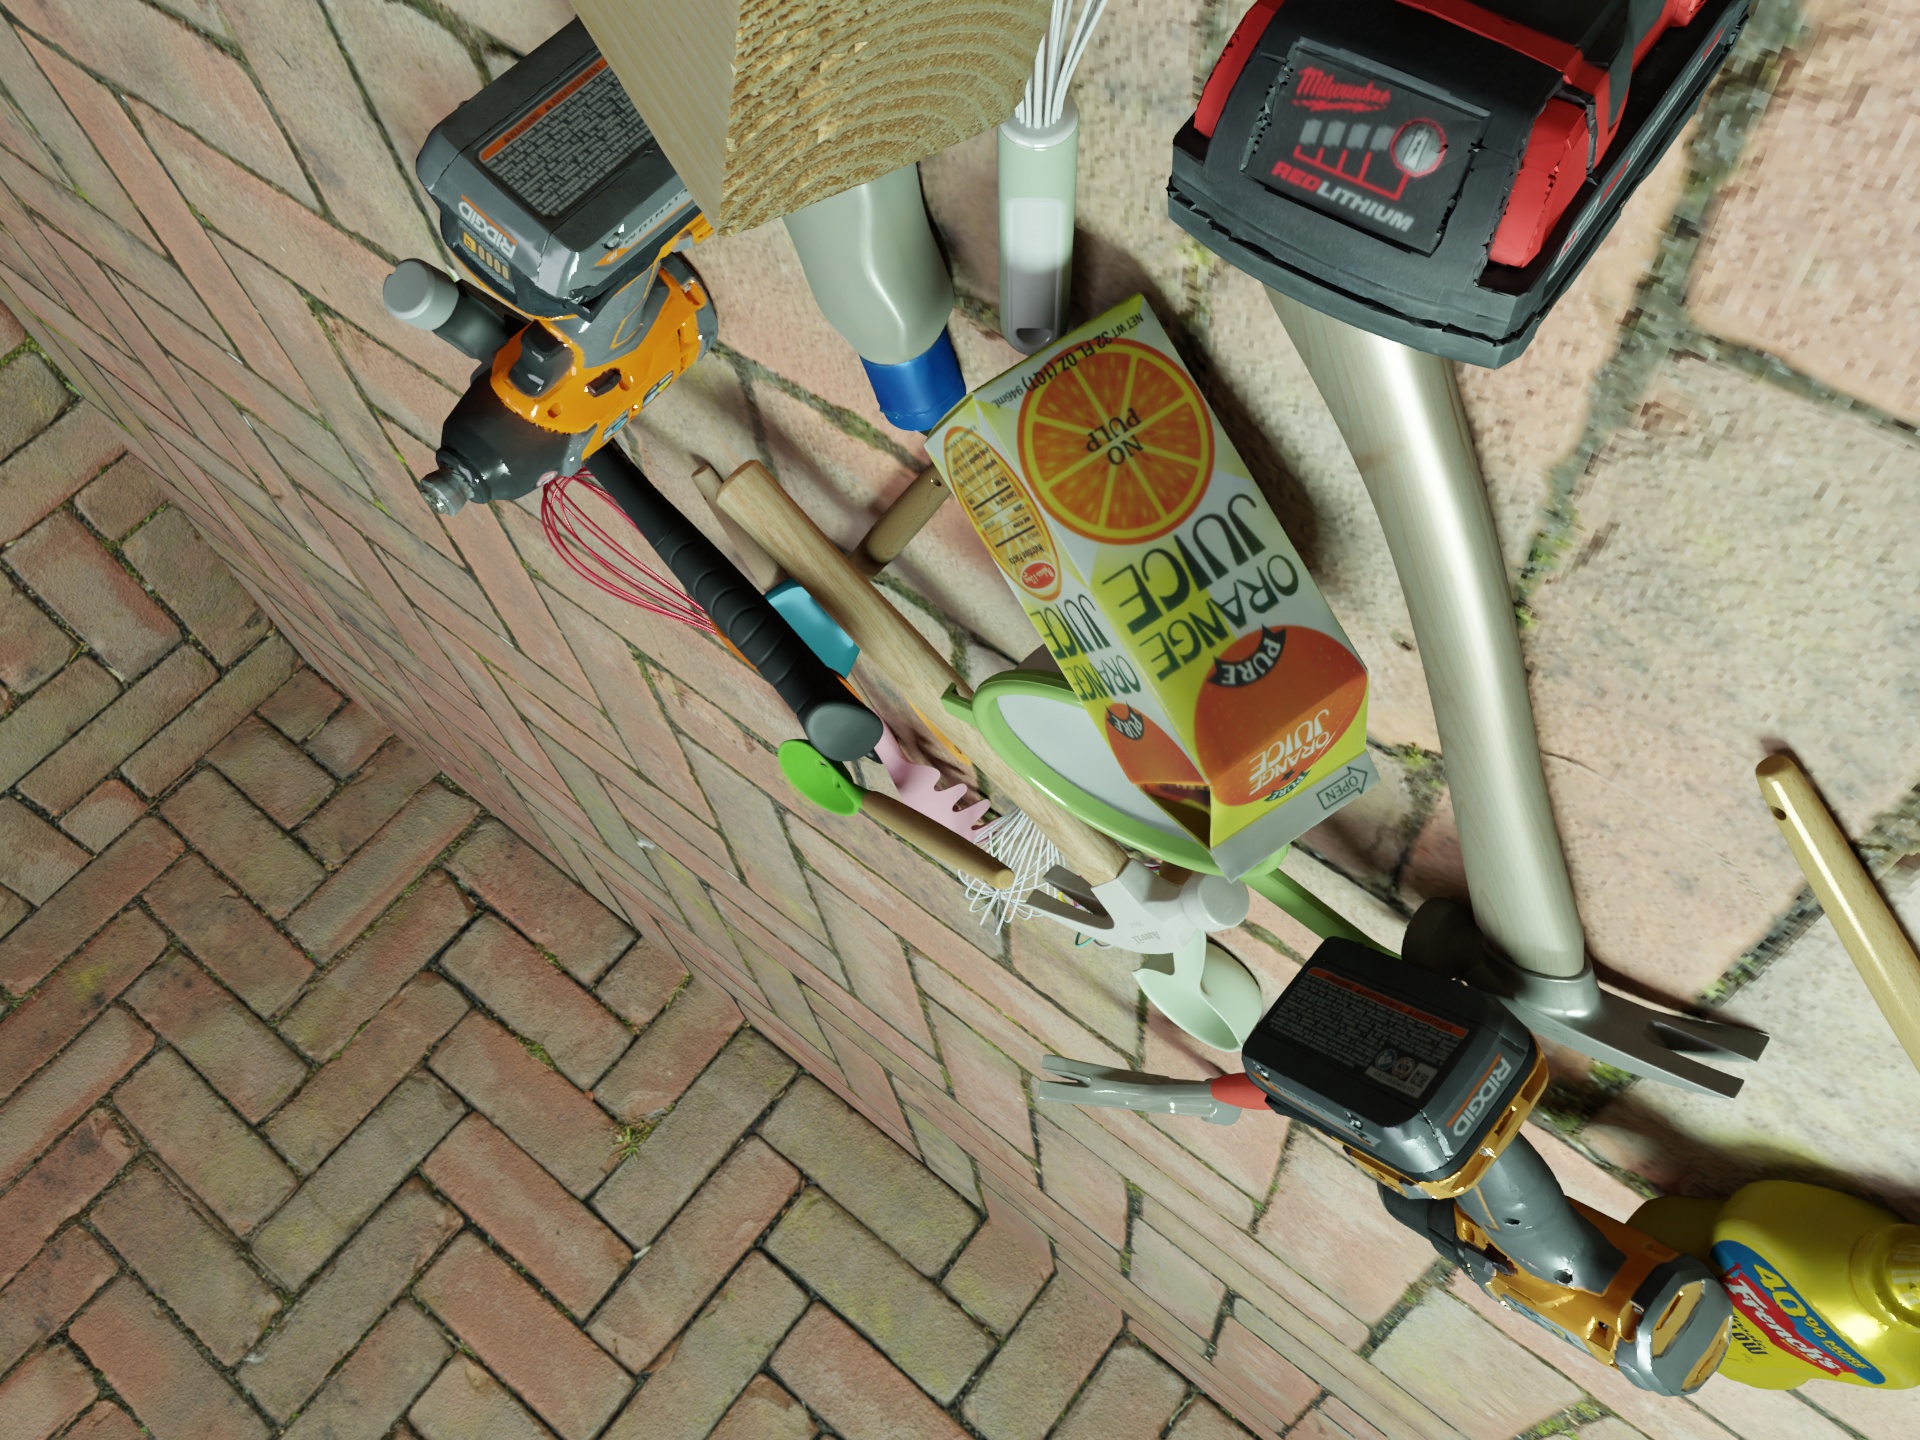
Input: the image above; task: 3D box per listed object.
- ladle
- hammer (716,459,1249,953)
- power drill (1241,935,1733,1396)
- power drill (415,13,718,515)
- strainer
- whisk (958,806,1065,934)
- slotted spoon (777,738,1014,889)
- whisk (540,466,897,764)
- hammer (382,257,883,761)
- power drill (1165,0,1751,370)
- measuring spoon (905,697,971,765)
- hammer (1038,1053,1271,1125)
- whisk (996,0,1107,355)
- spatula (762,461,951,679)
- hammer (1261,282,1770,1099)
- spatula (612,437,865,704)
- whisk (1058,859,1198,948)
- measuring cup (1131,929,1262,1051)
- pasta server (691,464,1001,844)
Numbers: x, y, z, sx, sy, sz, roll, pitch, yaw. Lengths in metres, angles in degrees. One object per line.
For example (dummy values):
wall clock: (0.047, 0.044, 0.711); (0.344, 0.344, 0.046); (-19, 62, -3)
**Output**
ladle: (0.343, 0.129, 0.548); (0.315, 0.031, 0.069); (52, 166, -20)
hammer: (-0.001, -0.003, 0.815); (0.331, 0.031, 0.130); (46, 150, -6)
power drill: (0.222, 0.198, 0.725); (0.226, 0.084, 0.185); (47, 166, -25)
power drill: (-0.165, -0.175, 0.665); (0.084, 0.164, 0.226); (42, 158, -1)
strainer: (0.124, 0.031, 0.713); (0.256, 0.069, 0.151); (36, 162, -21)
whisk: (0.044, 0.055, 0.924); (0.070, 0.070, 0.284); (38, 155, 11)
slotted spoon: (-0.044, 0.059, 1.012); (0.070, 0.031, 0.314); (57, 164, -24)
whisk: (-0.156, -0.066, 1.039); (0.295, 0.073, 0.073); (40, 161, -12)
hammer: (-0.155, -0.104, 0.816); (0.335, 0.035, 0.146); (47, -170, 17)
power drill: (0.090, -0.164, 0.239); (0.079, 0.143, 0.219); (32, 160, 19)
measuring spoon: (-0.021, -0.012, 0.967); (0.021, 0.011, 0.116); (18, 153, 47)
hammer: (0.183, 0.222, 0.961); (0.149, 0.037, 0.359); (12, 163, -18)
whisk: (0.023, -0.183, 0.468); (0.058, 0.059, 0.246); (3, 159, 3)
spatula: (-0.056, -0.075, 0.844); (0.082, 0.044, 0.317); (43, 159, -5)
hammer: (0.185, -0.008, 0.544); (0.146, 0.038, 0.410); (21, 151, 42)
spatula: (-0.159, -0.111, 0.907); (0.323, 0.041, 0.081); (52, 173, 20)
whisk: (0.108, 0.089, 0.885); (0.047, 0.051, 0.245); (47, 157, 1)
measuring cup: (0.143, 0.139, 0.930); (0.083, 0.038, 0.167); (32, 156, 25)
pasta server: (-0.069, -0.031, 0.993); (0.060, 0.040, 0.316); (12, 141, 55)
